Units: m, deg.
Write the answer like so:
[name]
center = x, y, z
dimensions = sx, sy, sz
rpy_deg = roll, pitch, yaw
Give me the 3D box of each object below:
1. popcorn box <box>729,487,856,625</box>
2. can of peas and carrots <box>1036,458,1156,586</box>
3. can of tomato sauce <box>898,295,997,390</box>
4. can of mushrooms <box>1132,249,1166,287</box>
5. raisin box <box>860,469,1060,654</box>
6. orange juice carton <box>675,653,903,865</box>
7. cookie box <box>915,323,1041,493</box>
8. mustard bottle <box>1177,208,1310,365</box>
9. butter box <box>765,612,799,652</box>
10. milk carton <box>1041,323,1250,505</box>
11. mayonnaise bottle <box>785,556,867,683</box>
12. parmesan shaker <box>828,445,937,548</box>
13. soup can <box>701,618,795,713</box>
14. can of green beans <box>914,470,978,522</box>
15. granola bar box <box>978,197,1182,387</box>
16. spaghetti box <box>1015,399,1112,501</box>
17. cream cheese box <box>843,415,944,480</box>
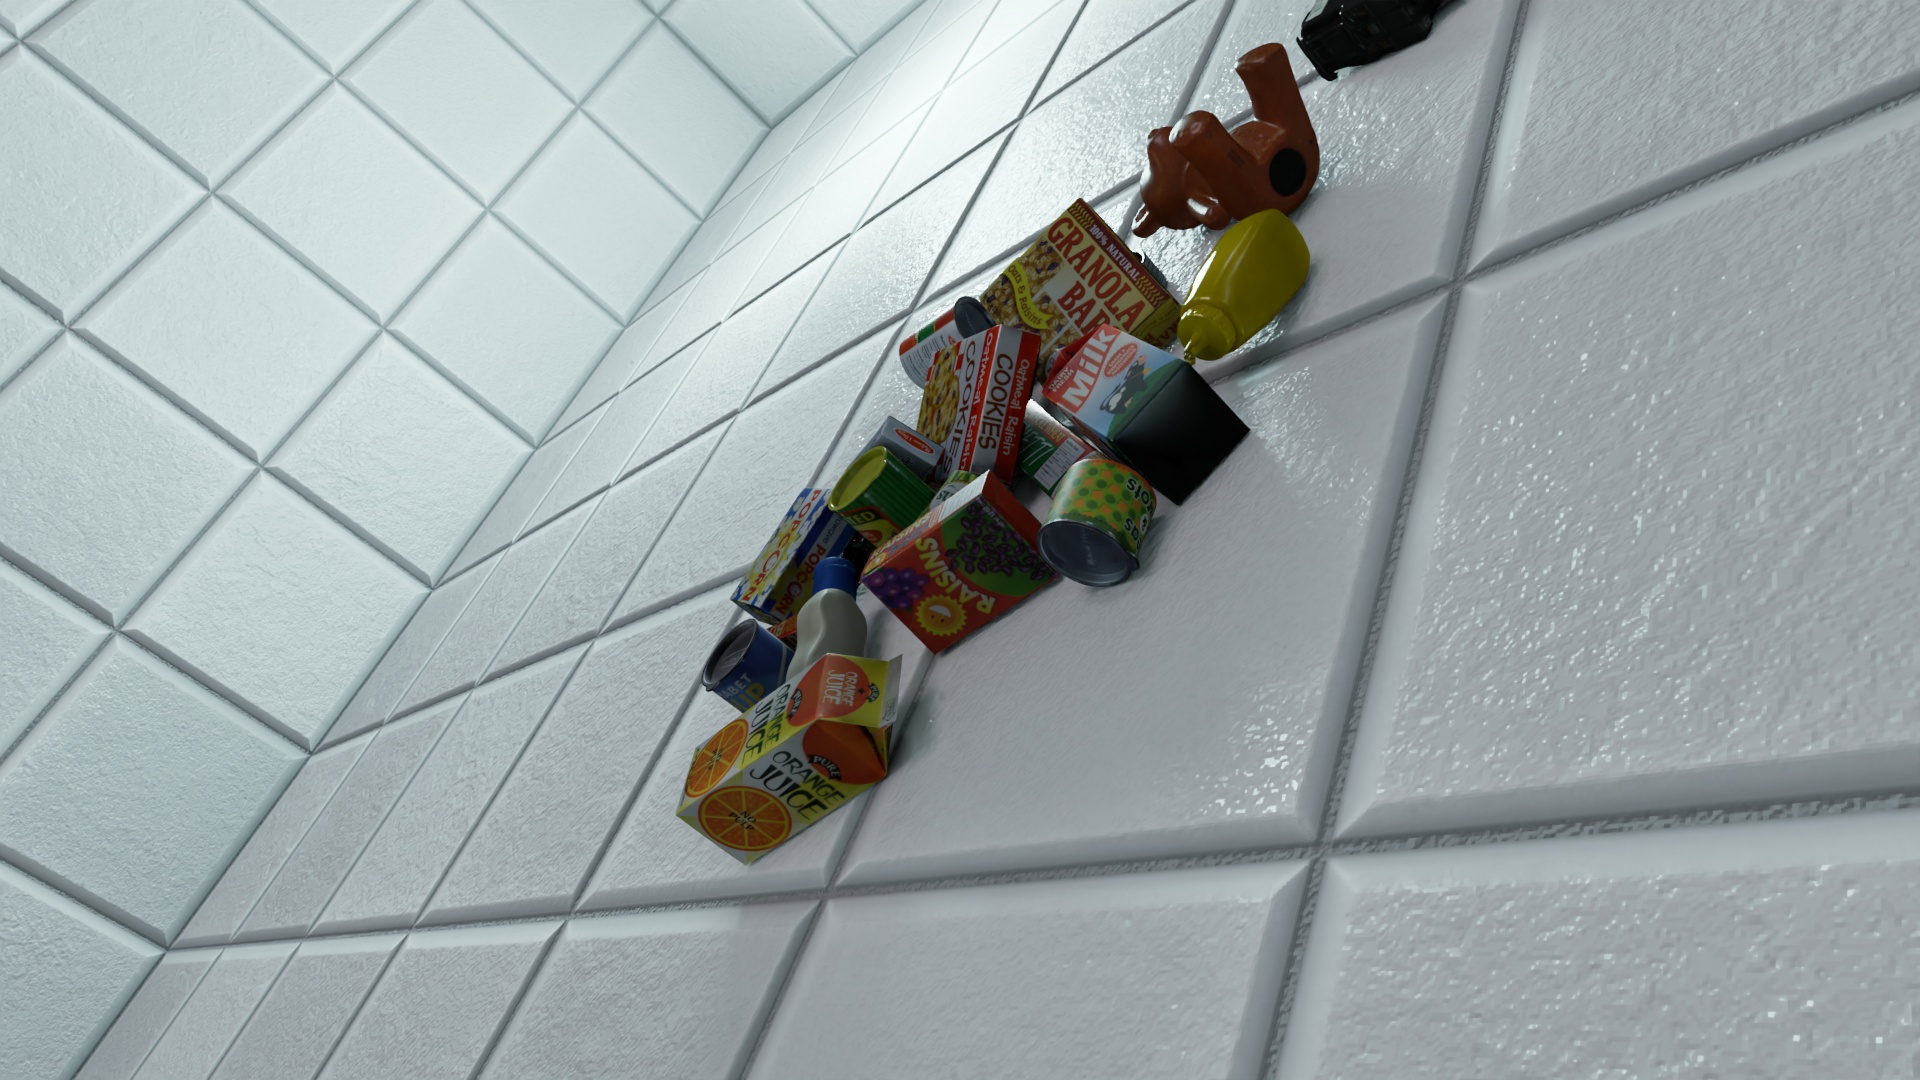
[popcorn box]
center = -0.143, 0.014, 1.227
dimensions = 0.127, 0.038, 0.085
rpy_deg = -58, 25, -13
[can of peas and carrots]
center = 0.093, -0.012, 0.920
dimensions = 0.070, 0.071, 0.059
rpy_deg = -20, 35, 48
[can of tomato sauce]
center = -0.009, -0.195, 1.379
dimensions = 0.083, 0.071, 0.071
rpy_deg = -29, 30, 38
[can of mushrooms]
center = 0.140, -0.213, 1.190
dimensions = 0.071, 0.033, 0.071
rpy_deg = -38, 26, 22
[raisin box]
center = 0.001, 0.018, 1.003
dimensions = 0.123, 0.086, 0.040
rpy_deg = -34, 21, 29
[orange juice carton]
center = -0.113, 0.151, 1.009
dimensions = 0.192, 0.073, 0.072
rpy_deg = -36, 26, 25
[cookie box]
center = 0.009, -0.104, 1.154
dimensions = 0.167, 0.040, 0.123
rpy_deg = 177, 106, -70
[mustard bottle]
center = 0.190, -0.170, 0.972
dimensions = 0.048, 0.065, 0.161
rpy_deg = -21, 23, 52
[butter box]
center = -0.143, 0.094, 1.174
dimensions = 0.103, 0.053, 0.024
rpy_deg = -26, 34, 41
[milk carton]
center = 0.121, -0.098, 0.996
dimensions = 0.073, 0.072, 0.191
rpy_deg = -47, 23, 3
[mayonnaise bottle]
center = -0.102, 0.077, 1.097
dimensions = 0.041, 0.064, 0.149
rpy_deg = -36, 34, 29
[parmesan shaker]
center = -0.046, -0.019, 1.120
dimensions = 0.071, 0.103, 0.072
rpy_deg = -39, 25, 22
[soup can]
center = -0.158, 0.116, 1.128
dimensions = 0.071, 0.083, 0.072
rpy_deg = -39, 25, 22
[can of green beans]
center = 0.004, -0.012, 1.070
dimensions = 0.058, 0.071, 0.071
rpy_deg = -54, 24, -13
[granola bar box]
center = 0.098, -0.192, 1.146
dimensions = 0.124, 0.039, 0.166
rpy_deg = -43, 46, 14
[spaghetti box]
center = 0.072, -0.066, 1.083
dimensions = 0.050, 0.028, 0.251
rpy_deg = -46, 23, 4
[cream cheese box]
center = -0.059, -0.061, 1.159
dimensions = 0.103, 0.053, 0.024
rpy_deg = -43, 18, 55
